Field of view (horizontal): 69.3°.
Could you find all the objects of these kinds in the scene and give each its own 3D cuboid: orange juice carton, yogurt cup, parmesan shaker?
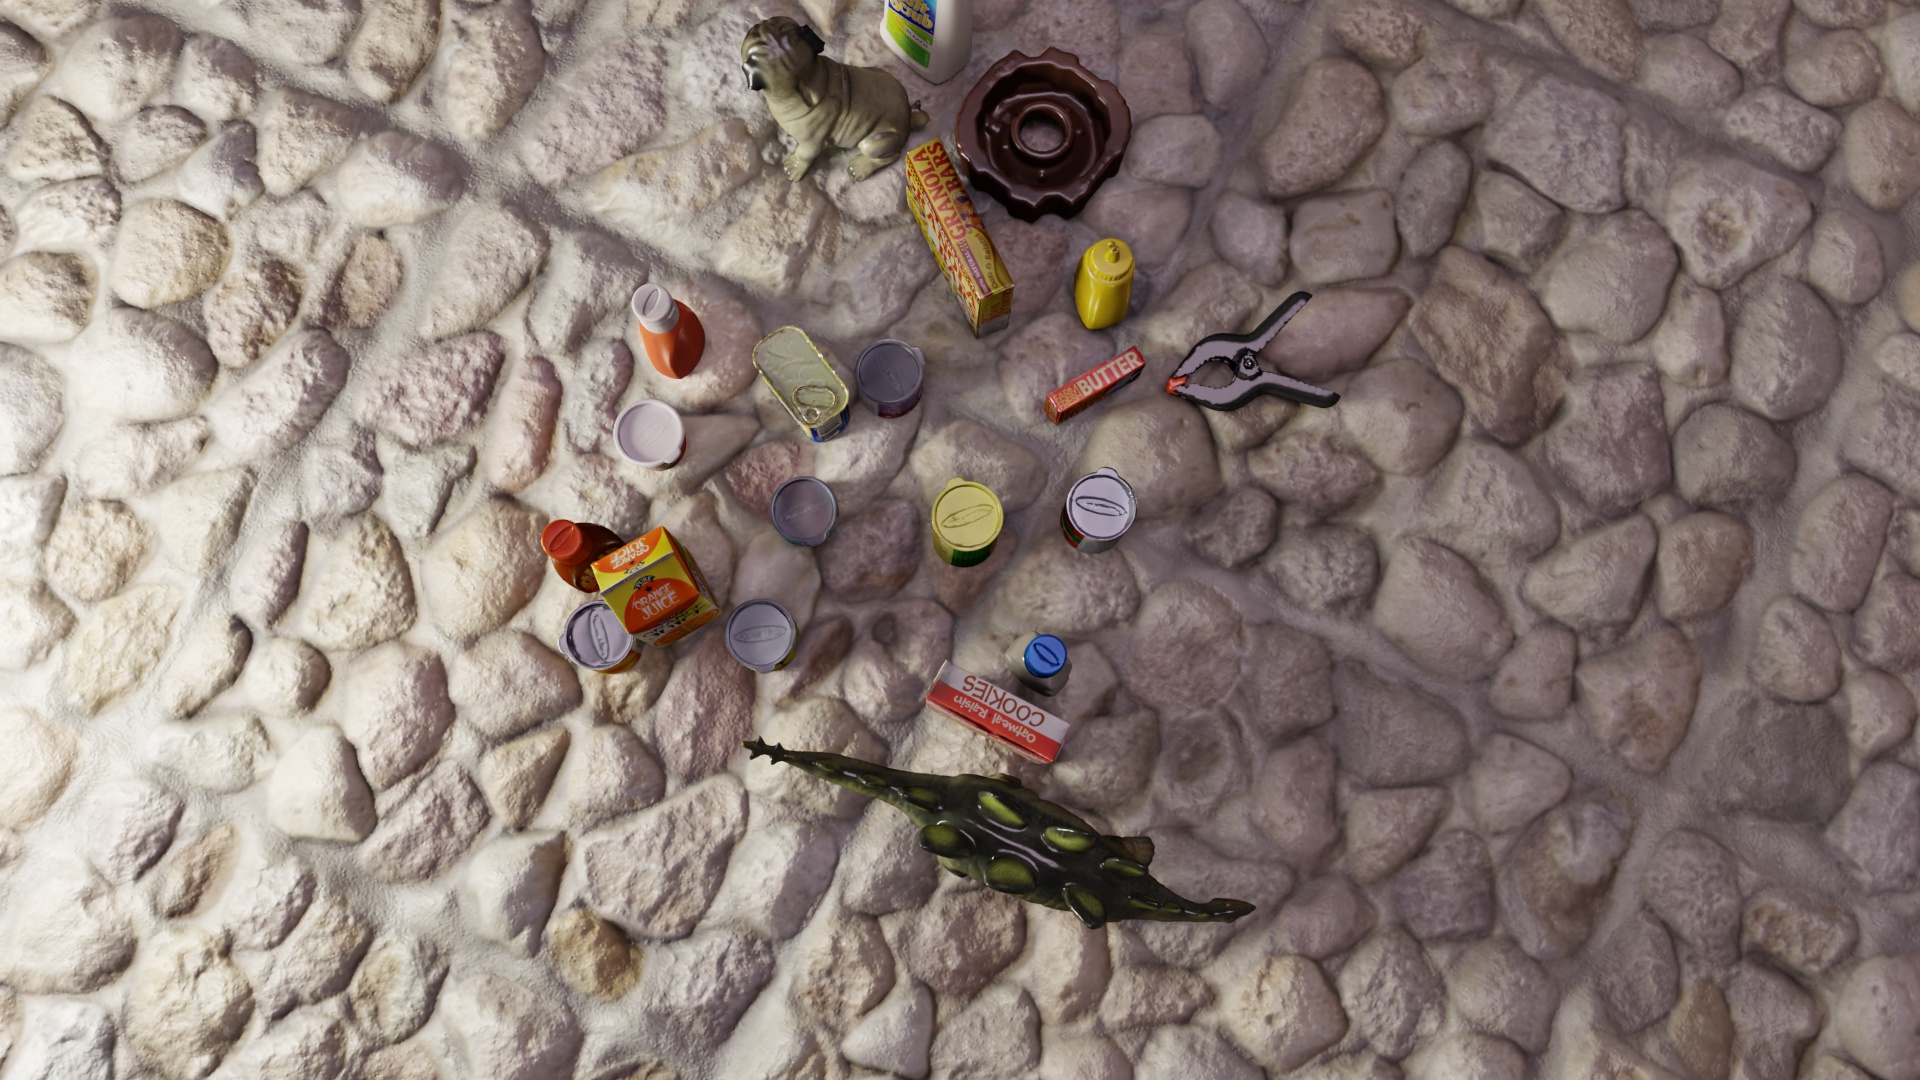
[{"bbox_3d":[-0.276,0.043,1.262,0.072,0.192,0.073,-30,82,-6],"label":"orange juice carton"},{"bbox_3d":[-0.300,-0.100,1.358,0.072,0.054,0.072,0,80,-1],"label":"yogurt cup"},{"bbox_3d":[0.005,-0.017,1.325,0.071,0.103,0.071,0,80,-1],"label":"parmesan shaker"}]

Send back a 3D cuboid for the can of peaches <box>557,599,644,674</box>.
[{"bbox_3d":[-0.340,0.093,1.320,0.071,0.058,0.071,0,80,-1],"label":"can of peaches"}]

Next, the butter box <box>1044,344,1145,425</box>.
[{"bbox_3d":[0.133,-0.153,1.379,0.103,0.053,0.024,-30,82,-6],"label":"butter box"}]

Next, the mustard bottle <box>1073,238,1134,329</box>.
[{"bbox_3d":[0.141,-0.255,1.344,0.049,0.160,0.065,-15,81,-4],"label":"mustard bottle"}]

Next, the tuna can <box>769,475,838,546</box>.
[{"bbox_3d":[-0.151,-0.026,1.359,0.071,0.032,0.071,0,80,-1],"label":"tuna can"}]

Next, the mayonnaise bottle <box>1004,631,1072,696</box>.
[{"bbox_3d":[0.074,0.112,1.281,0.065,0.148,0.041,40,82,6],"label":"mayonnaise bottle"}]

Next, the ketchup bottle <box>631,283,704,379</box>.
[{"bbox_3d":[-0.280,-0.204,1.330,0.043,0.148,0.065,22,80,3],"label":"ketchup bottle"}]

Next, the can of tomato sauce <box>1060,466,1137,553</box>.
[{"bbox_3d":[0.132,-0.028,1.341,0.071,0.083,0.071,0,80,-1],"label":"can of tomato sauce"}]

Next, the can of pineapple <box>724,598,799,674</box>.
[{"bbox_3d":[-0.188,0.093,1.323,0.071,0.057,0.071,0,80,-1],"label":"can of pineapple"}]

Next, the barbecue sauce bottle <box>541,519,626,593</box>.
[{"bbox_3d":[-0.352,0.011,1.289,0.044,0.148,0.065,40,82,5],"label":"barbecue sauce bottle"}]

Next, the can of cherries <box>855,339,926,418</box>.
[{"bbox_3d":[-0.067,-0.160,1.373,0.071,0.058,0.071,0,80,-1],"label":"can of cherries"}]

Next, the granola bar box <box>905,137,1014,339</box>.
[{"bbox_3d":[-0.002,-0.293,1.366,0.039,0.124,0.165,-25,81,-5],"label":"granola bar box"}]

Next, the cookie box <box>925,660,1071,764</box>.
[{"bbox_3d":[0.031,0.160,1.261,0.123,0.167,0.040,27,81,3],"label":"cookie box"}]
